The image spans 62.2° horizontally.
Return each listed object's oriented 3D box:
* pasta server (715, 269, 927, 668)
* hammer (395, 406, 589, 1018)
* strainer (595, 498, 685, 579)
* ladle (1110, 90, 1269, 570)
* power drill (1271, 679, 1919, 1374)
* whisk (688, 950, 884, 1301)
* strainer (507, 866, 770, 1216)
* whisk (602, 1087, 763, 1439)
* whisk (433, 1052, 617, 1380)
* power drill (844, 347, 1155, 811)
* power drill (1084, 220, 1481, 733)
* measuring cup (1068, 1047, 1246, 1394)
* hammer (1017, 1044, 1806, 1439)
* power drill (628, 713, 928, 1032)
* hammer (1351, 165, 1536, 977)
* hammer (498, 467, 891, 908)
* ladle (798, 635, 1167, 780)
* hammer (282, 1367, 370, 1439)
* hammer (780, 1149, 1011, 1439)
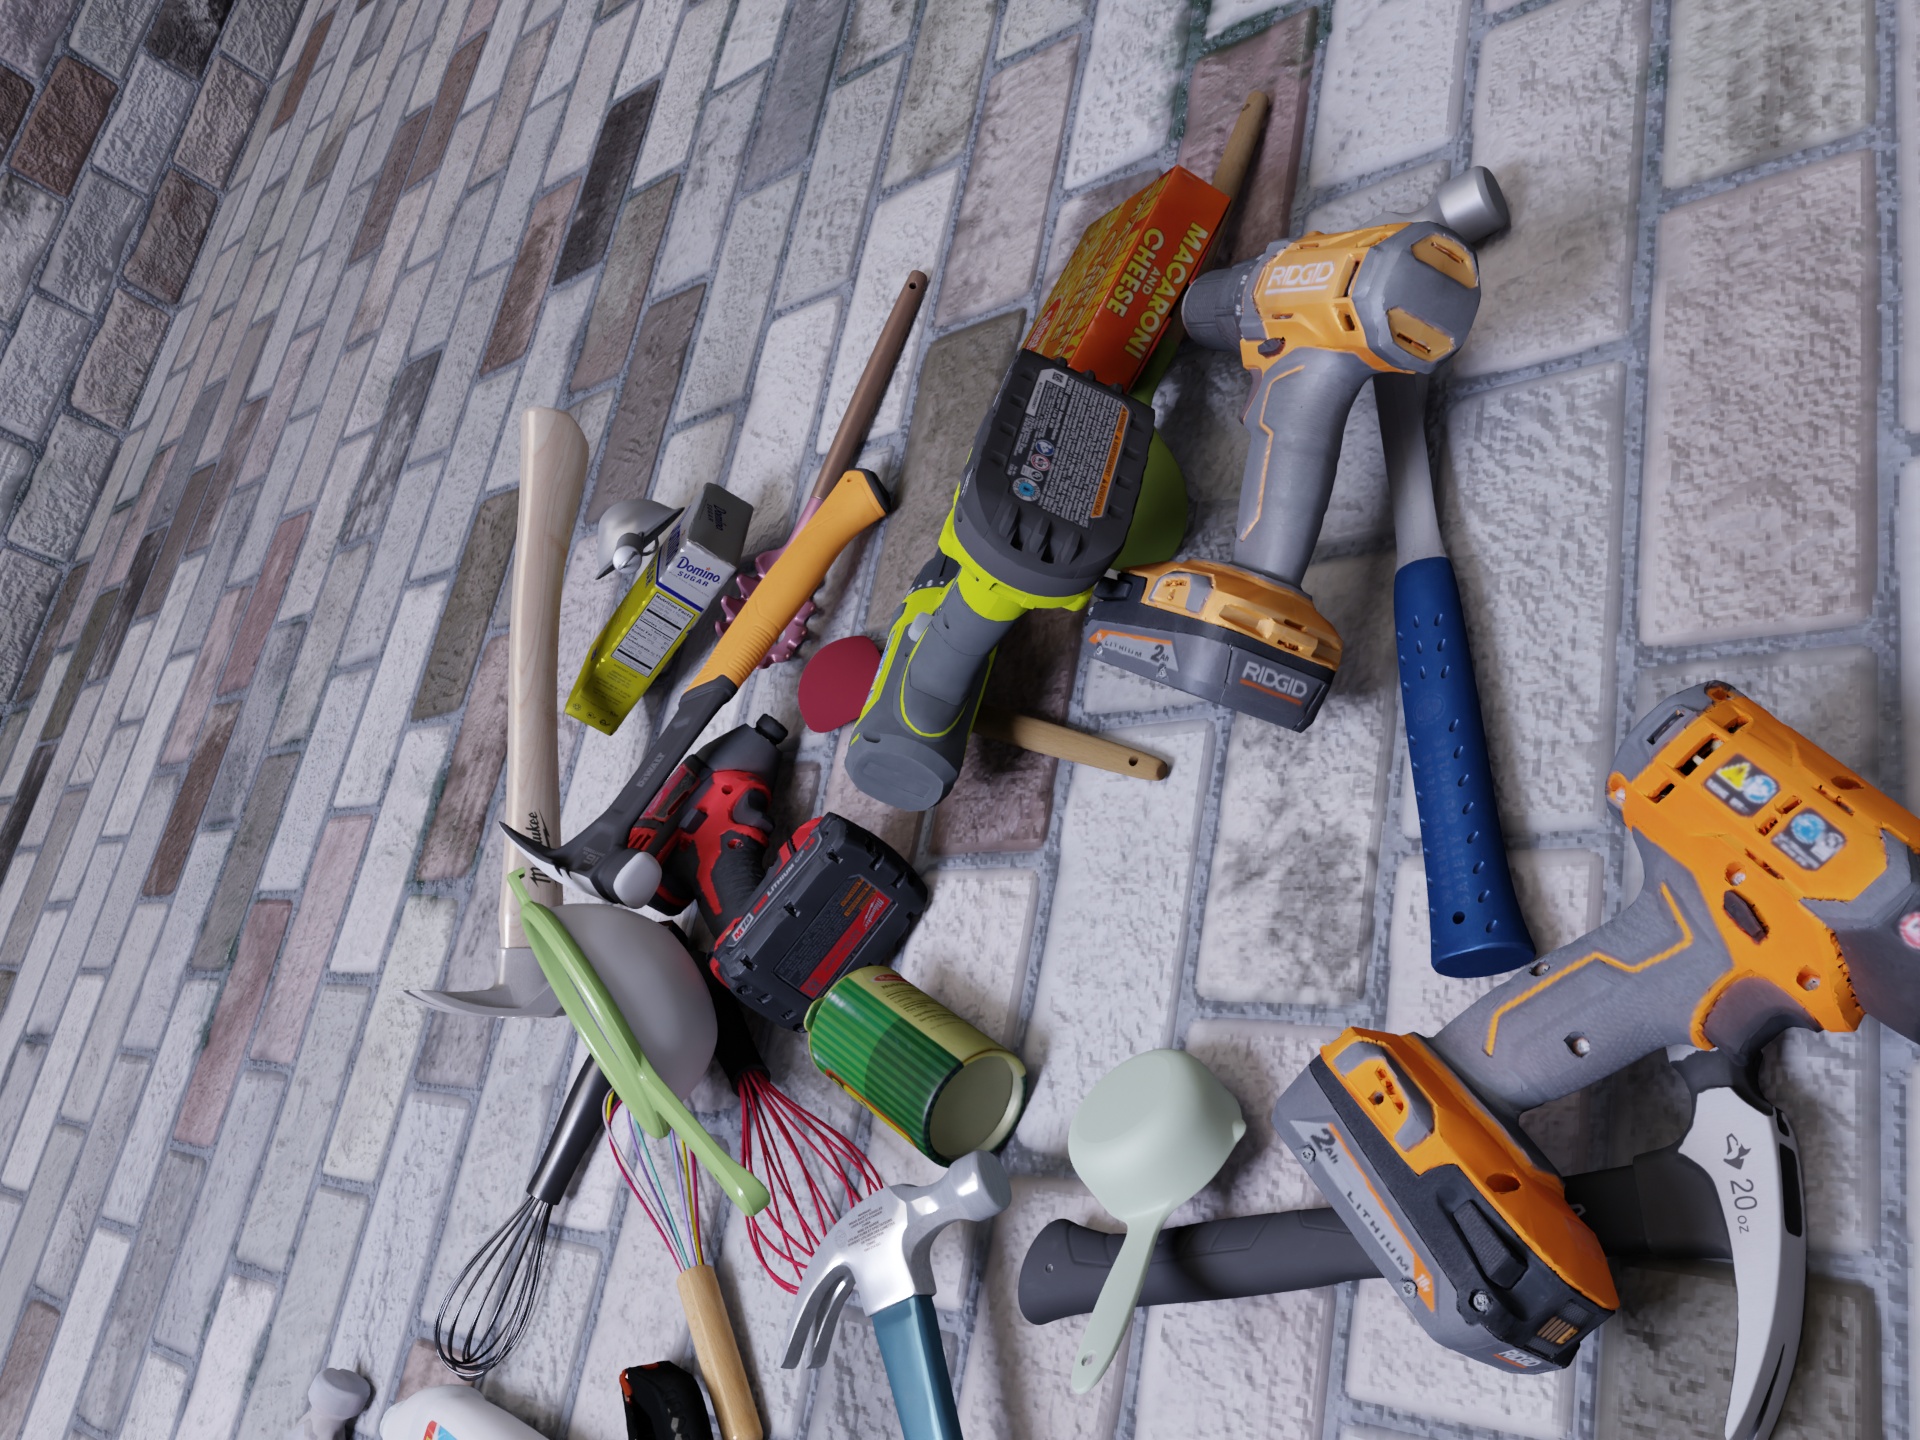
[{"bbox_3d":[-0.087,-0.177,1.100,0.040,0.060,0.316,115,177,-78],"label":"pasta server"},{"bbox_3d":[-0.291,-0.011,1.054,0.038,0.146,0.411,-10,76,41],"label":"hammer"},{"bbox_3d":[-0.234,-0.127,1.128,0.087,0.050,0.258,-40,15,-1],"label":"strainer"},{"bbox_3d":[0.134,-0.230,0.913,0.078,0.062,0.320,-5,58,52],"label":"ladle"},{"bbox_3d":[0.233,0.112,0.532,0.226,0.084,0.164,-47,42,9],"label":"power drill"},{"bbox_3d":[-0.111,0.214,0.892,0.073,0.073,0.296,-55,35,7],"label":"whisk"},{"bbox_3d":[-0.151,0.172,0.856,0.069,0.151,0.257,-32,37,-23],"label":"strainer"},{"bbox_3d":[-0.159,0.297,0.903,0.047,0.051,0.245,-22,50,-8],"label":"whisk"},{"bbox_3d":[-0.265,0.300,1.009,0.055,0.055,0.239,12,73,48],"label":"whisk"},{"bbox_3d":[0.016,-0.081,0.832,0.228,0.080,0.191,124,167,-53],"label":"power drill"},{"bbox_3d":[0.137,-0.123,0.759,0.185,0.084,0.226,27,98,63],"label":"power drill"},{"bbox_3d":[0.066,0.202,0.667,0.083,0.038,0.168,-29,16,35],"label":"measuring cup"},{"bbox_3d":[0.158,0.214,0.635,0.335,0.035,0.146,-22,53,36],"label":"hammer"},{"bbox_3d":[-0.121,0.080,0.956,0.143,0.078,0.220,-51,36,-6],"label":"power drill"},{"bbox_3d":[0.210,-0.078,0.745,0.144,0.035,0.406,-22,54,36],"label":"hammer"},{"bbox_3d":[-0.151,-0.034,1.009,0.127,0.034,0.337,13,60,40],"label":"hammer"},{"bbox_3d":[-0.001,-0.003,0.926,0.316,0.031,0.069,16,79,47],"label":"ladle"},{"bbox_3d":[-0.337,0.550,0.942,0.387,0.038,0.143,19,84,49],"label":"hammer"},{"bbox_3d":[0.004,0.363,0.672,0.128,0.033,0.331,-30,57,20],"label":"hammer"}]
